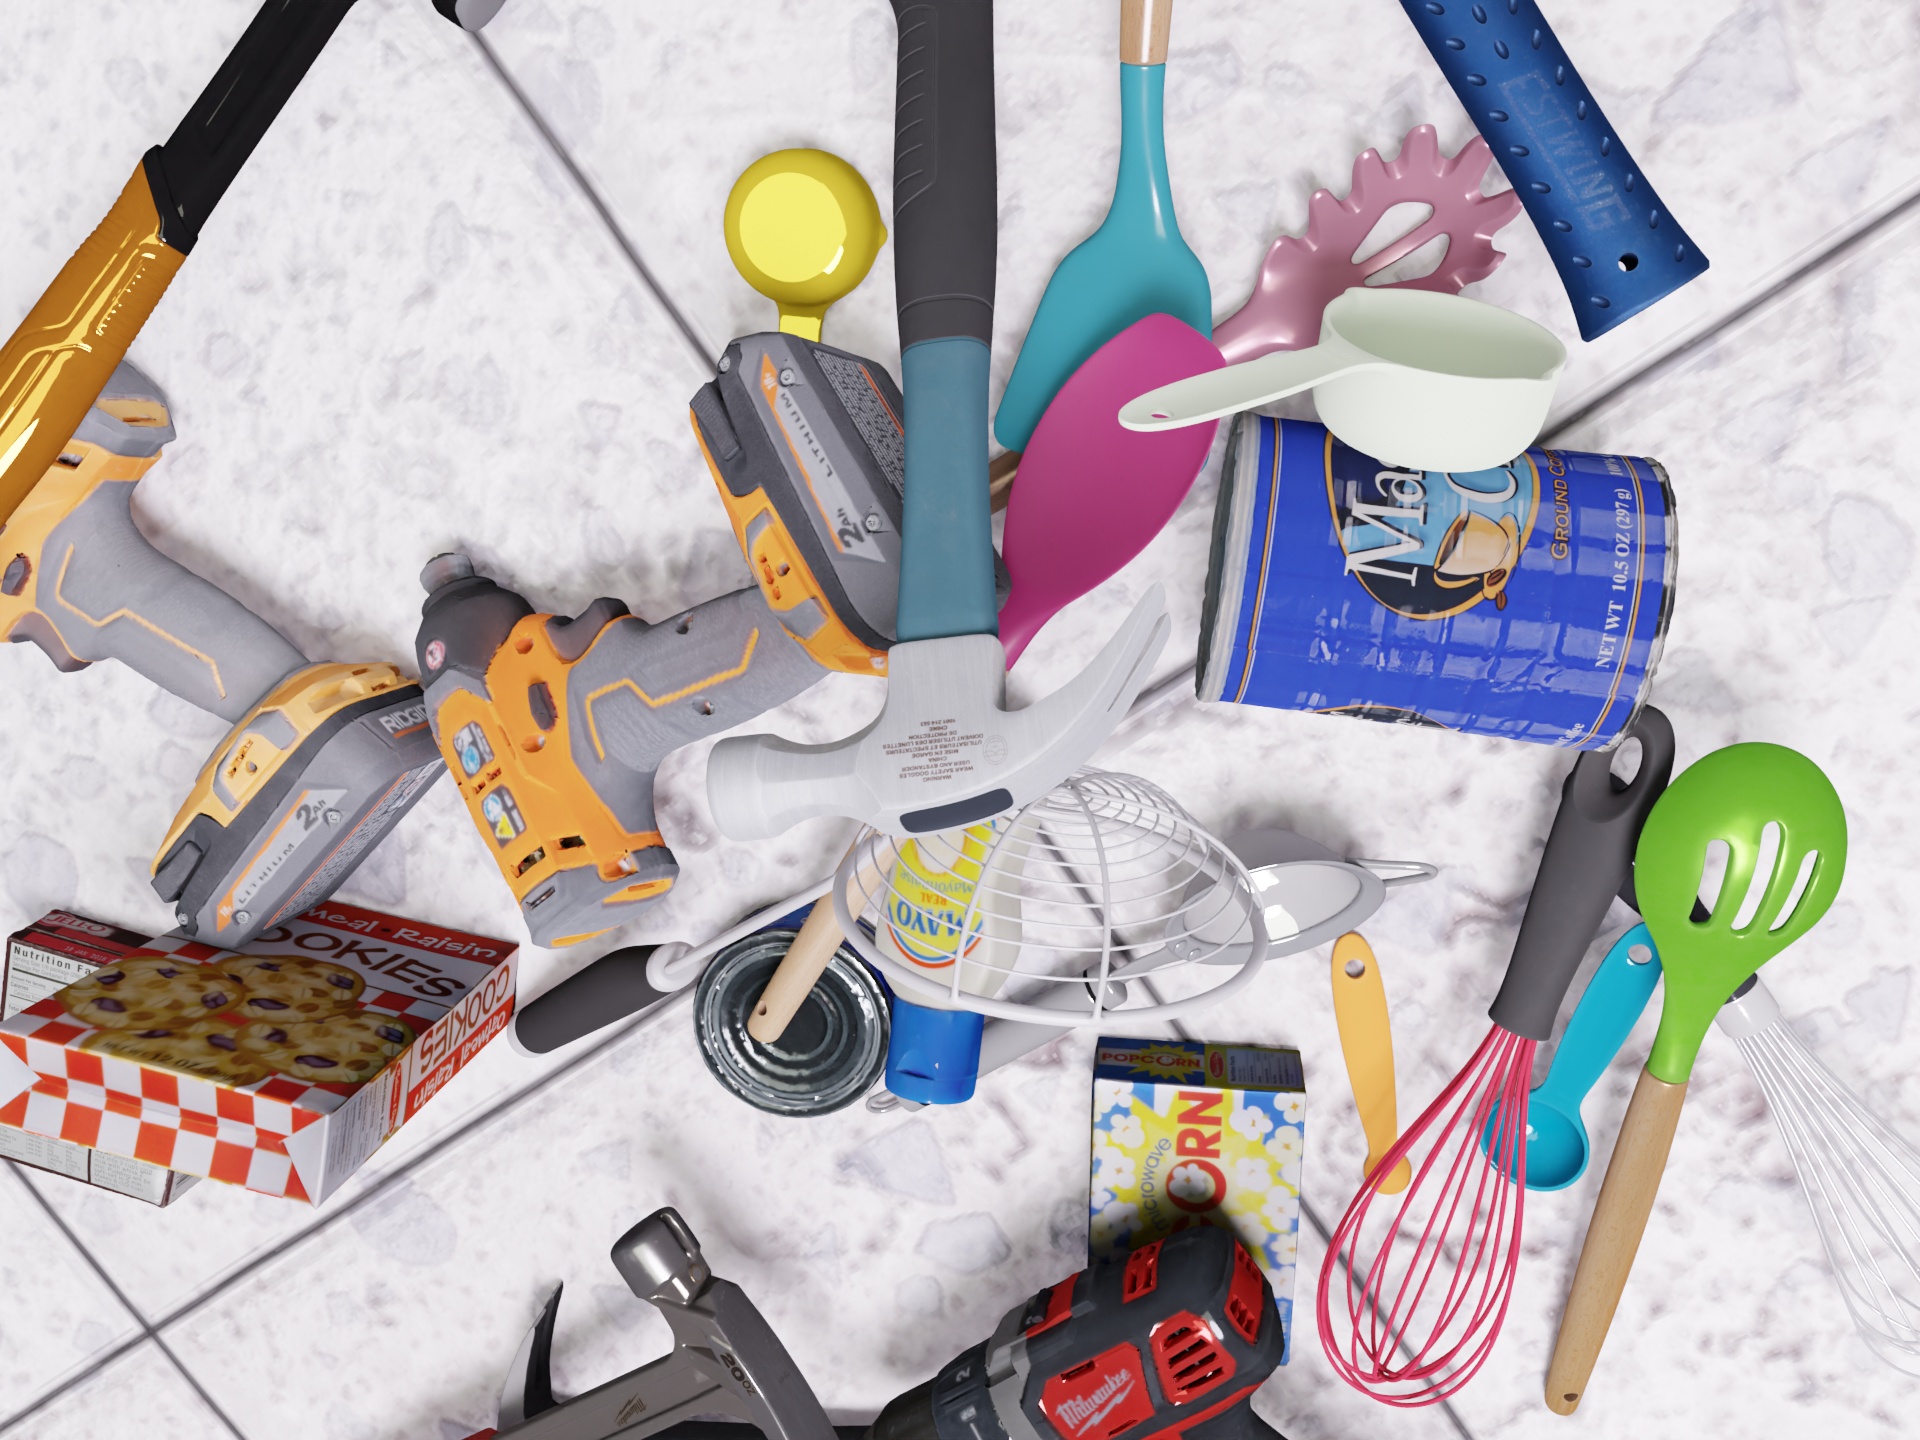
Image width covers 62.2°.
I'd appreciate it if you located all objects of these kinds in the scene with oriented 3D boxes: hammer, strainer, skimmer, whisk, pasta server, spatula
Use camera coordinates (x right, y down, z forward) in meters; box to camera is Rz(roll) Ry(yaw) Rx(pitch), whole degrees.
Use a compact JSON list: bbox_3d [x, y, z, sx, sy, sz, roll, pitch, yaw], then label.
[{"bbox_3d":[-0.006,-0.124,0.494,0.128,0.033,0.331,-5,66,10],"label":"hammer"},{"bbox_3d":[-0.212,0.342,0.697,0.359,0.037,0.149,-32,90,24],"label":"hammer"},{"bbox_3d":[0.064,0.100,0.634,0.258,0.050,0.086,-32,142,19],"label":"strainer"},{"bbox_3d":[-0.305,-0.171,0.571,0.127,0.034,0.337,33,89,-2],"label":"hammer"},{"bbox_3d":[0.118,-0.307,0.503,0.144,0.035,0.405,-32,90,13],"label":"hammer"},{"bbox_3d":[-0.058,0.098,0.560,0.363,0.127,0.090,-29,85,43],"label":"skimmer"},{"bbox_3d":[0.315,0.134,0.602,0.070,0.070,0.284,-35,92,14],"label":"whisk"},{"bbox_3d":[0.052,-0.111,0.584,0.316,0.040,0.060,-29,88,14],"label":"pasta server"},{"bbox_3d":[0.058,-0.237,0.509,0.082,0.044,0.317,14,122,23],"label":"spatula"},{"bbox_3d":[-0.045,0.323,0.706,0.335,0.035,0.146,-3,104,8],"label":"hammer"},{"bbox_3d":[0.204,0.132,0.599,0.073,0.073,0.295,17,105,3],"label":"whisk"}]

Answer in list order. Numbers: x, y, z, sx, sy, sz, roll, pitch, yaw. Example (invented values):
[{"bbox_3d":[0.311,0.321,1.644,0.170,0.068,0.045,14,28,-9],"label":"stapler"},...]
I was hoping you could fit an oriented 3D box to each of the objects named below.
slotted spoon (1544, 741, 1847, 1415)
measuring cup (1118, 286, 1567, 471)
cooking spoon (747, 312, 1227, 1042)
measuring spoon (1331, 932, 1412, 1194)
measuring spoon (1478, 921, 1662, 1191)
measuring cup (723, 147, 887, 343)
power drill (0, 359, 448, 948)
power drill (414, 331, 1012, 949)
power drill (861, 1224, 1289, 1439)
[{"bbox_3d":[0.261,0.152,0.596,0.070,0.031,0.313,5,118,3],"label":"slotted spoon"},{"bbox_3d":[0.114,-0.095,0.490,0.167,0.083,0.038,-19,132,-28],"label":"measuring cup"},{"bbox_3d":[-0.001,-0.002,0.580,0.069,0.017,0.318,46,114,33],"label":"cooking spoon"},{"bbox_3d":[0.167,0.141,0.645,0.021,0.011,0.117,-10,103,10],"label":"measuring spoon"},{"bbox_3d":[0.243,0.128,0.618,0.042,0.021,0.128,28,117,20],"label":"measuring spoon"},{"bbox_3d":[-0.064,-0.134,0.597,0.062,0.029,0.156,7,104,5],"label":"measuring cup"},{"bbox_3d":[-0.338,-0.014,0.638,0.226,0.084,0.185,46,105,0],"label":"power drill"},{"bbox_3d":[-0.110,-0.039,0.584,0.226,0.084,0.164,-37,75,24],"label":"power drill"},{"bbox_3d":[0.085,0.323,0.633,0.188,0.080,0.226,-35,97,22],"label":"power drill"}]
